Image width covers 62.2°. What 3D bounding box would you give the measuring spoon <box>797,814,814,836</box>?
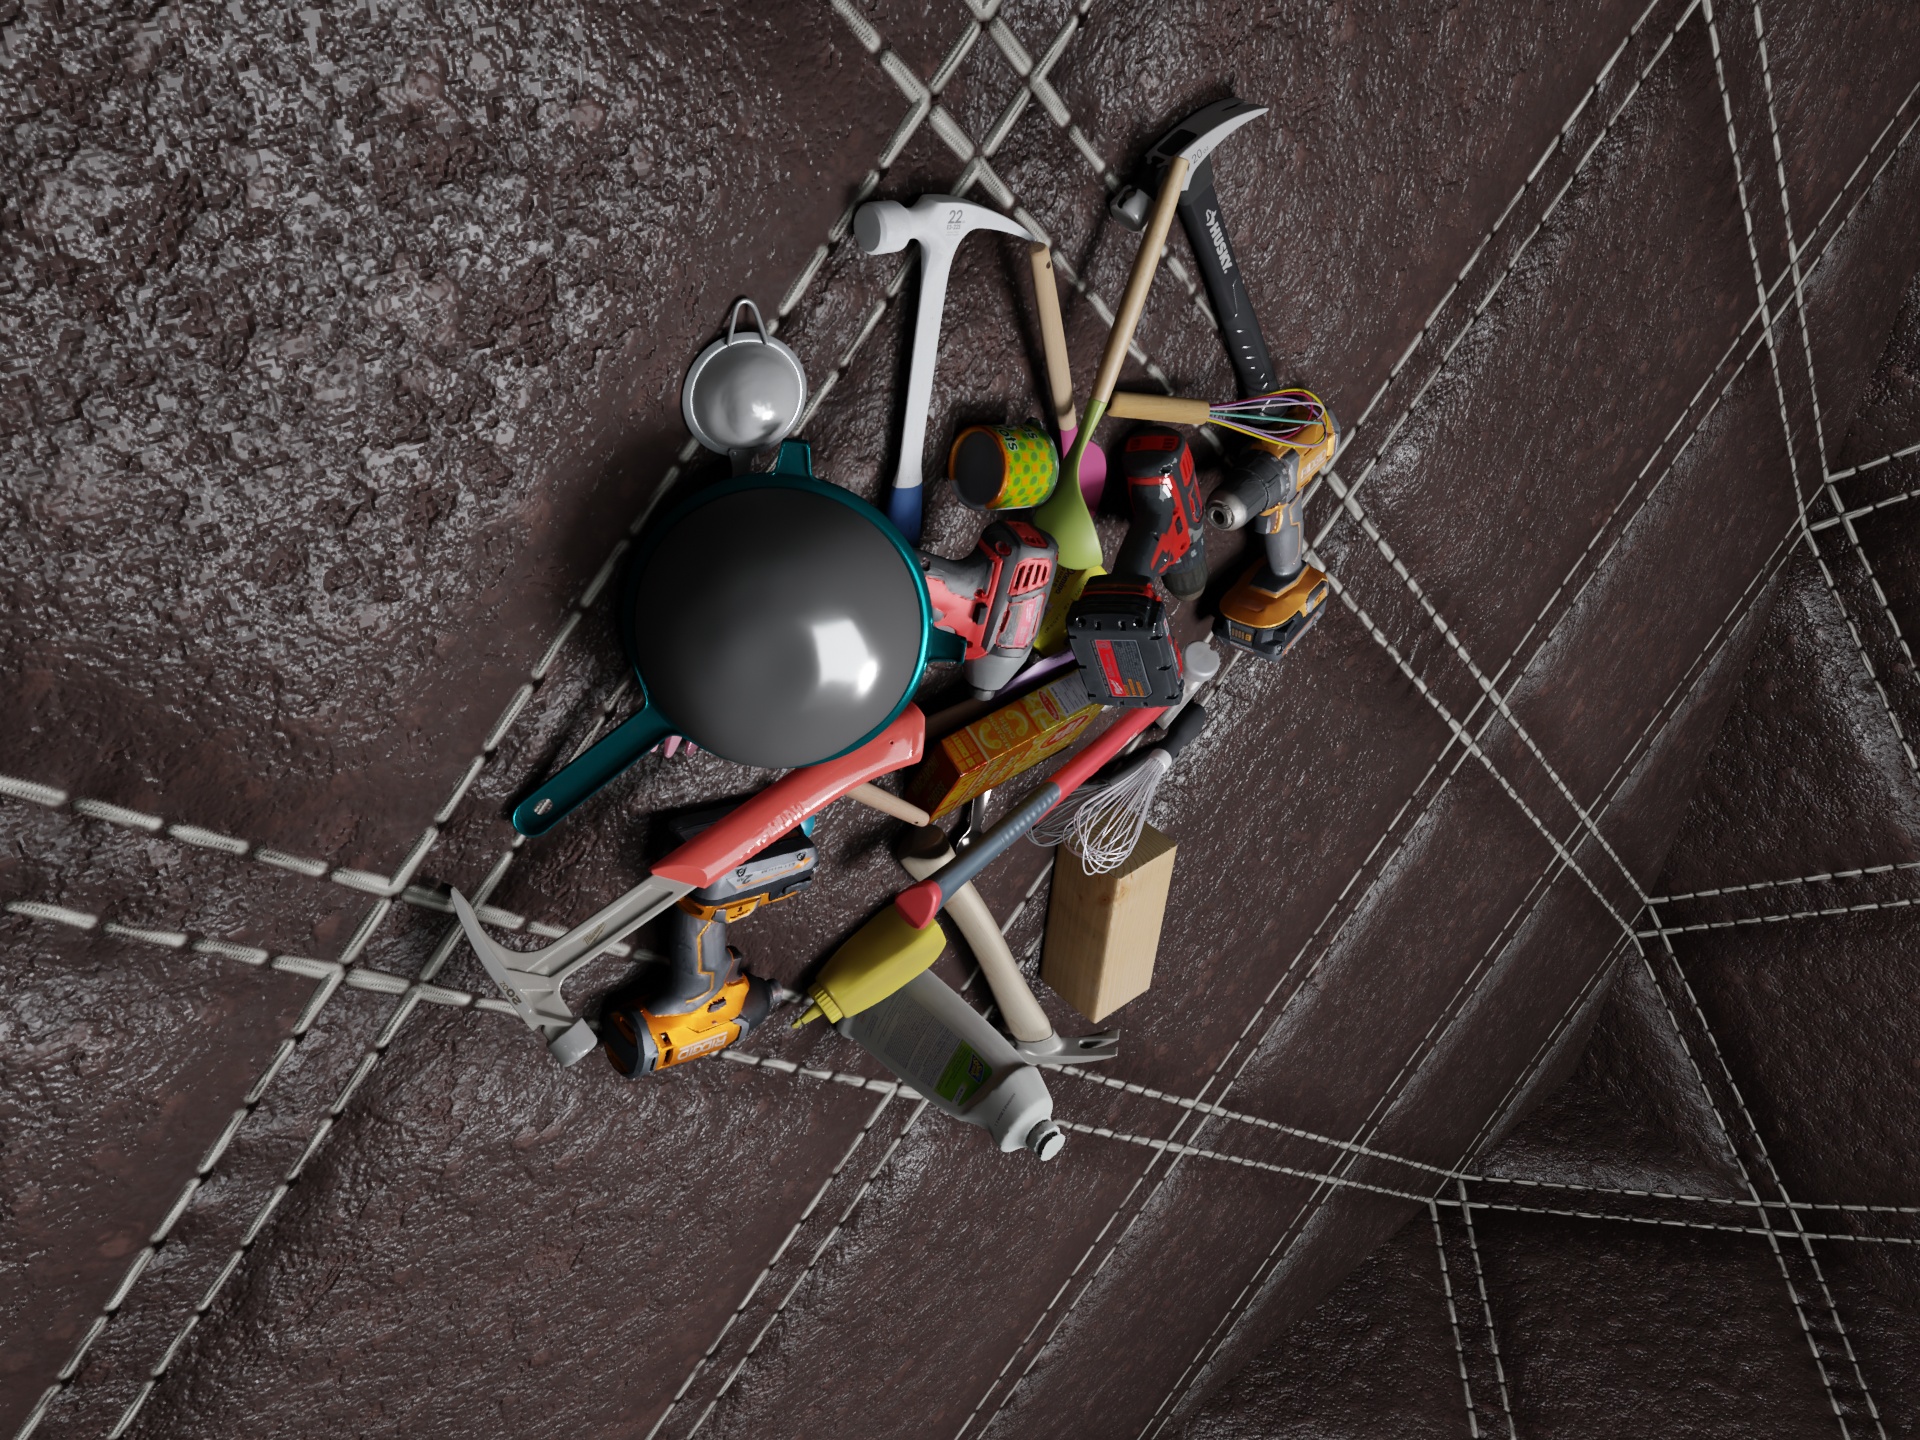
[{"bbox_3d":[-0.131,0.098,1.314,0.021,0.042,0.128,-35,154,-22],"label":"measuring spoon"}]

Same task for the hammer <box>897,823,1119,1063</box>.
[{"bbox_3d":[0.040,0.229,1.562,0.410,0.146,0.038,64,27,-46],"label":"hammer"}]

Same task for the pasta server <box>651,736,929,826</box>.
[{"bbox_3d":[-0.122,0.043,1.256,0.316,0.060,0.040,29,52,-49],"label":"pasta server"}]

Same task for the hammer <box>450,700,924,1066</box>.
[{"bbox_3d":[-0.180,0.086,1.154,0.359,0.037,0.149,-35,96,-16],"label":"hammer"}]

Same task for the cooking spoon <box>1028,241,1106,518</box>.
[{"bbox_3d":[0.081,-0.252,1.253,0.069,0.017,0.318,-48,152,-18],"label":"cooking spoon"}]

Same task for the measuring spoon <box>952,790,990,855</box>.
[{"bbox_3d":[0.014,0.074,1.484,0.034,0.018,0.124,-5,116,-38],"label":"measuring spoon"}]

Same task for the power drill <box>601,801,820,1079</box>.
[{"bbox_3d":[-0.191,0.178,1.285,0.164,0.084,0.226,-11,131,-45],"label":"power drill"}]

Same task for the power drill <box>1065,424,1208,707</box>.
[{"bbox_3d":[0.166,-0.116,1.371,0.187,0.080,0.227,66,34,-47],"label":"power drill"}]

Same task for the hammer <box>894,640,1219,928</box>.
[{"bbox_3d":[0.086,0.067,1.465,0.386,0.038,0.143,-38,169,-26],"label":"hammer"}]

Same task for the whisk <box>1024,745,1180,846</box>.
[{"bbox_3d":[0.145,0.066,1.598,0.239,0.055,0.055,-24,135,-41],"label":"whisk"}]

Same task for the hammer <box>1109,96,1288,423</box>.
[{"bbox_3d":[0.229,-0.366,1.337,0.146,0.035,0.334,-48,144,-7],"label":"hammer"}]

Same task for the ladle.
[{"bbox_3d":[0.127,-0.270,1.231,0.062,0.078,0.320,13,108,-18],"label":"ladle"}]

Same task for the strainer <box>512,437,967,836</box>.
[{"bbox_3d":[-0.172,-0.014,1.058,0.340,0.095,0.211,-37,108,8],"label":"strainer"}]

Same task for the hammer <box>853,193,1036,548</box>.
[{"bbox_3d":[-0.033,-0.189,1.191,0.144,0.035,0.405,-20,133,-37],"label":"hammer"}]

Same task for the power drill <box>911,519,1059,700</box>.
[{"bbox_3d":[-0.040,-0.081,1.179,0.219,0.079,0.143,0,121,-26],"label":"power drill"}]

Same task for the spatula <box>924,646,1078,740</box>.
[{"bbox_3d":[-0.002,-0.004,1.353,0.316,0.018,0.059,-24,152,-21],"label":"spatula"}]

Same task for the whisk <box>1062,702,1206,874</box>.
[{"bbox_3d":[0.182,0.057,1.568,0.285,0.070,0.070,-46,149,-46],"label":"whisk"}]

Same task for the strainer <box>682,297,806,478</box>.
[{"bbox_3d":[-0.149,-0.157,1.088,0.087,0.050,0.258,-9,130,-25],"label":"strainer"}]

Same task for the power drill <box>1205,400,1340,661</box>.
[{"bbox_3d":[0.289,-0.167,1.512,0.185,0.084,0.226,-41,141,-37],"label":"power drill"}]

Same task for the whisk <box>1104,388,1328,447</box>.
[{"bbox_3d":[0.226,-0.270,1.380,0.245,0.051,0.047,-2,117,-31],"label":"whisk"}]
